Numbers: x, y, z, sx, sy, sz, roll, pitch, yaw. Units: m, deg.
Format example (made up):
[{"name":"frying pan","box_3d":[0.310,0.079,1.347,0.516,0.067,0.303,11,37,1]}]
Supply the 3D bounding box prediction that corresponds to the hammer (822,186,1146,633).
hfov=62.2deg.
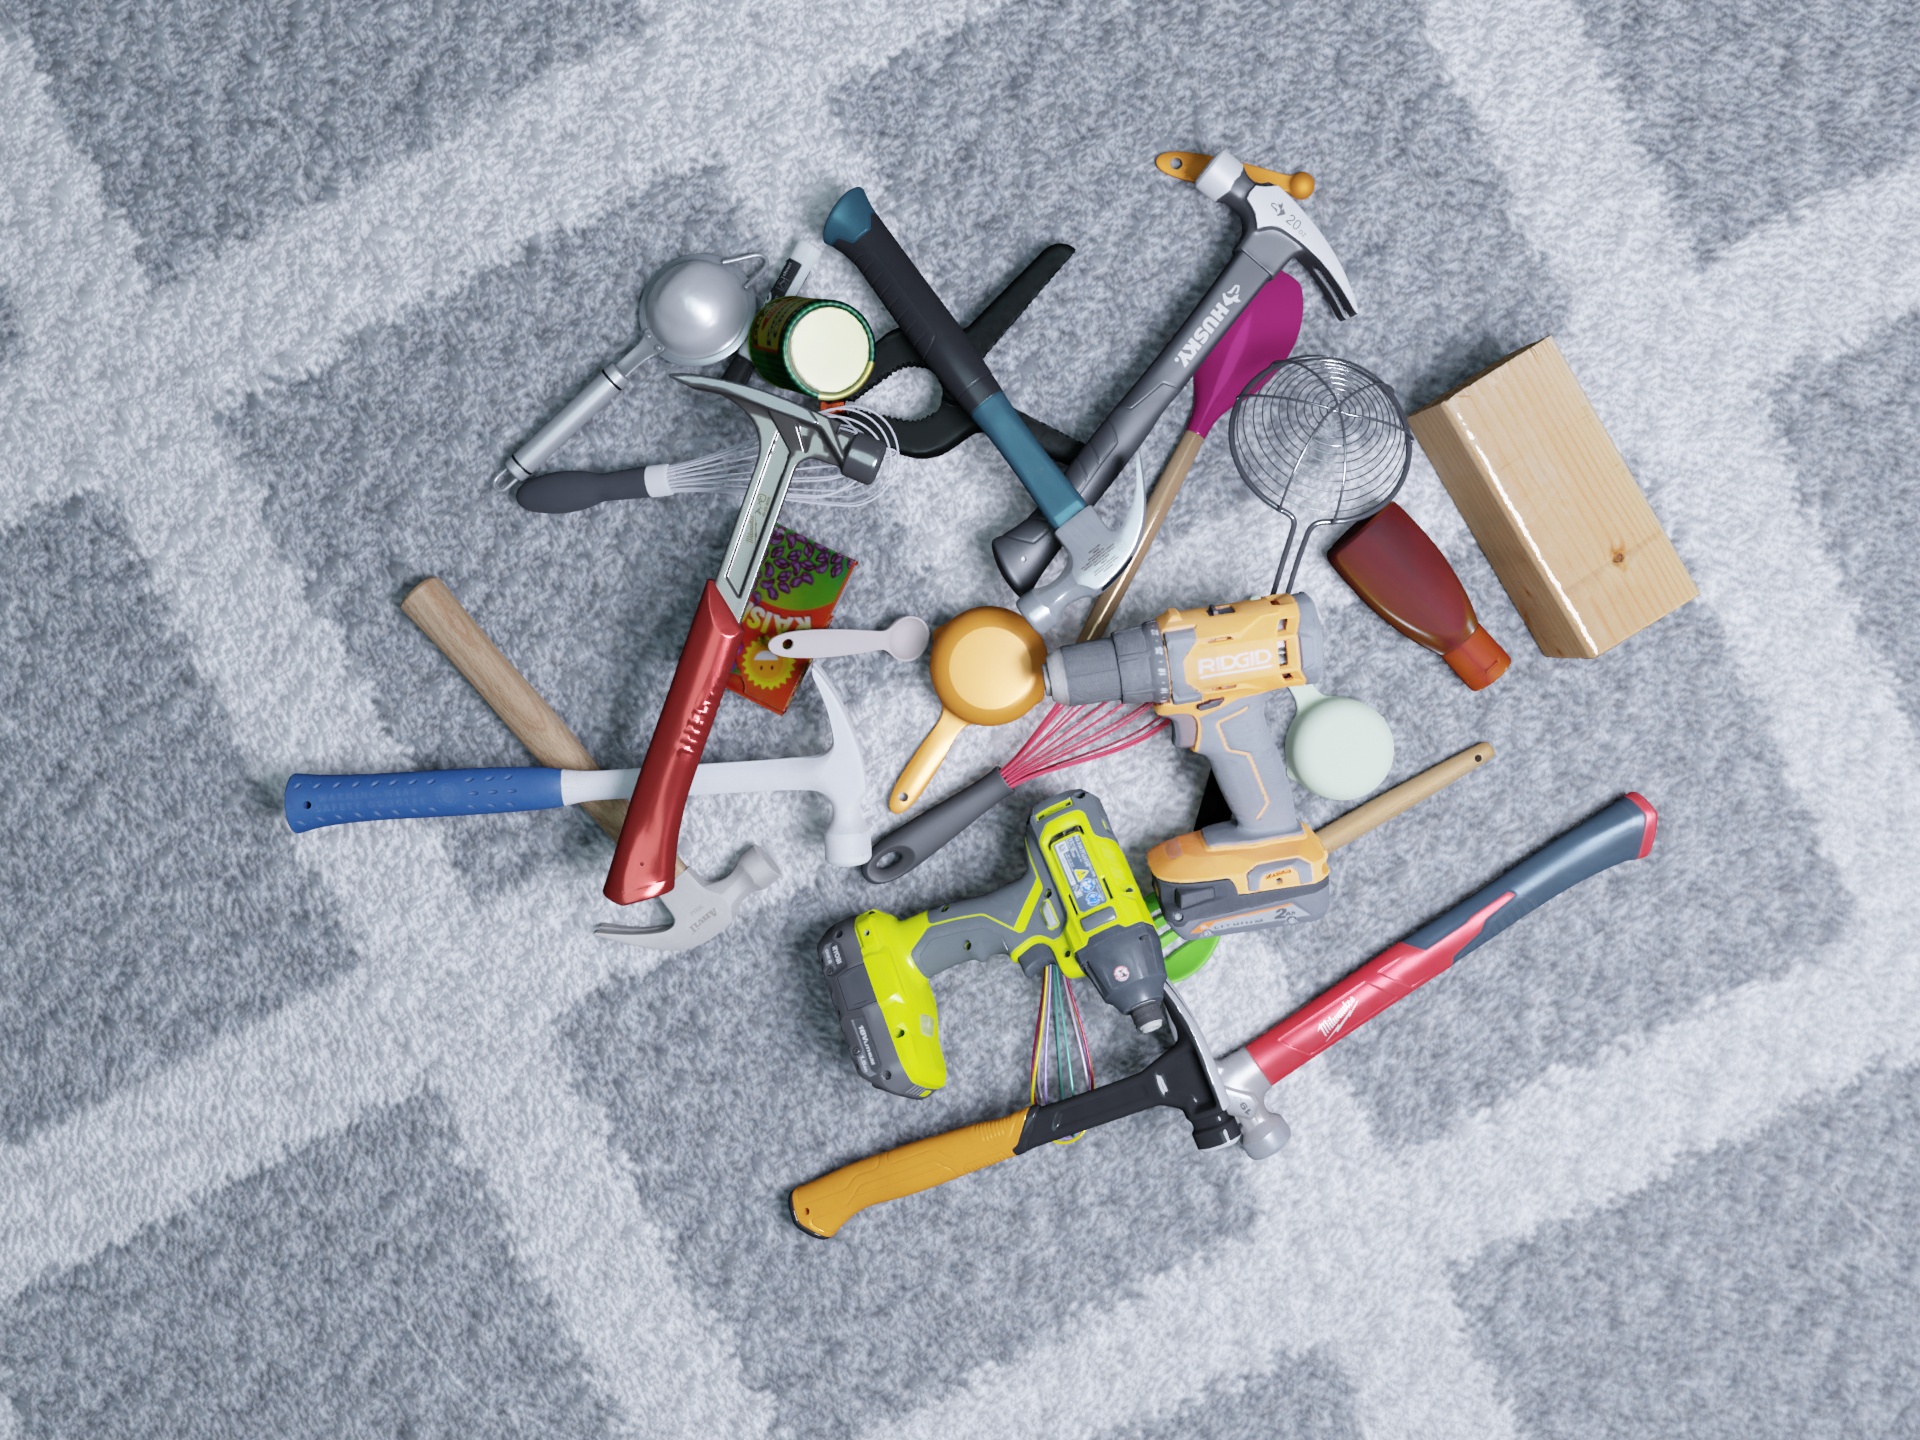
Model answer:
[{"name":"hammer","box_3d":[0.009,-0.228,1.094,0.128,0.033,0.331,-36,83,6]}]

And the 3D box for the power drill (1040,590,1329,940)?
[{"name":"power drill","box_3d":[0.159,0.032,1.086,0.185,0.084,0.226,-9,110,1]}]

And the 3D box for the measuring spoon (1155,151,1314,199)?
[{"name":"measuring spoon","box_3d":[0.198,-0.393,1.143,0.117,0.011,0.021,9,94,-1]}]

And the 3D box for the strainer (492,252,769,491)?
[{"name":"strainer","box_3d":[-0.240,-0.251,1.136,0.258,0.050,0.087,-42,78,5]}]

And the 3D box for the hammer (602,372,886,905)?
[{"name":"hammer","box_3d":[-0.179,-0.046,1.072,0.149,0.037,0.359,20,98,-3]}]

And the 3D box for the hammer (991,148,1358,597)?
[{"name":"hammer","box_3d":[0.138,-0.224,1.120,0.146,0.035,0.335,38,90,-8]}]

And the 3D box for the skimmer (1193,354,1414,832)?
[{"name":"skimmer","box_3d":[0.220,-0.075,1.134,0.127,0.090,0.363,13,112,1]}]

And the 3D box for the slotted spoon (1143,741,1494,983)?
[{"name":"slotted spoon","box_3d":[0.256,0.099,1.173,0.314,0.031,0.070,-30,99,-1]}]

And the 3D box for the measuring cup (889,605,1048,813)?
[{"name":"measuring cup","box_3d":[-0.002,-0.004,1.148,0.095,0.052,0.173,33,91,-3]}]

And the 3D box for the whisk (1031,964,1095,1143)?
[{"name":"whisk","box_3d":[0.068,0.191,1.170,0.047,0.051,0.245,-5,91,5]}]

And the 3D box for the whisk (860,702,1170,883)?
[{"name":"whisk","box_3d":[0.048,0.031,1.152,0.296,0.073,0.073,-35,94,9]}]

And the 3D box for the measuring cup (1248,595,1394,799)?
[{"name":"measuring cup","box_3d":[0.256,-0.017,1.157,0.083,0.038,0.167,-30,96,2]}]

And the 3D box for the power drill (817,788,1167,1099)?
[{"name":"power drill","box_3d":[0.026,0.169,1.110,0.223,0.080,0.171,-27,65,11]}]

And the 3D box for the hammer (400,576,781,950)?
[{"name":"hammer","box_3d":[-0.287,0.032,1.159,0.130,0.031,0.331,-41,93,2]}]

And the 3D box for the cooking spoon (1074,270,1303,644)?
[{"name":"cooking spoon","box_3d":[0.159,-0.184,1.155,0.068,0.017,0.319,27,92,-2]}]

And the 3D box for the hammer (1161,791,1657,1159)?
[{"name":"hammer","box_3d":[0.335,0.159,1.172,0.386,0.038,0.143,-35,92,2]}]

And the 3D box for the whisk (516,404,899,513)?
[{"name":"whisk","box_3d":[-0.181,-0.172,1.122,0.284,0.070,0.070,-6,94,11]}]

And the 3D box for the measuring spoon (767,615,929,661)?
[{"name":"measuring spoon","box_3d":[-0.081,-0.059,1.140,0.124,0.018,0.034,-4,111,-26]}]

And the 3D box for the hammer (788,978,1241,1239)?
[{"name":"hammer","box_3d":[0.023,0.294,1.143,0.337,0.034,0.127,-24,82,15]}]

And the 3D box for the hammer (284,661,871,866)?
[{"name":"hammer","box_3d":[-0.269,0.041,1.122,0.405,0.035,0.144,-3,99,0]}]
